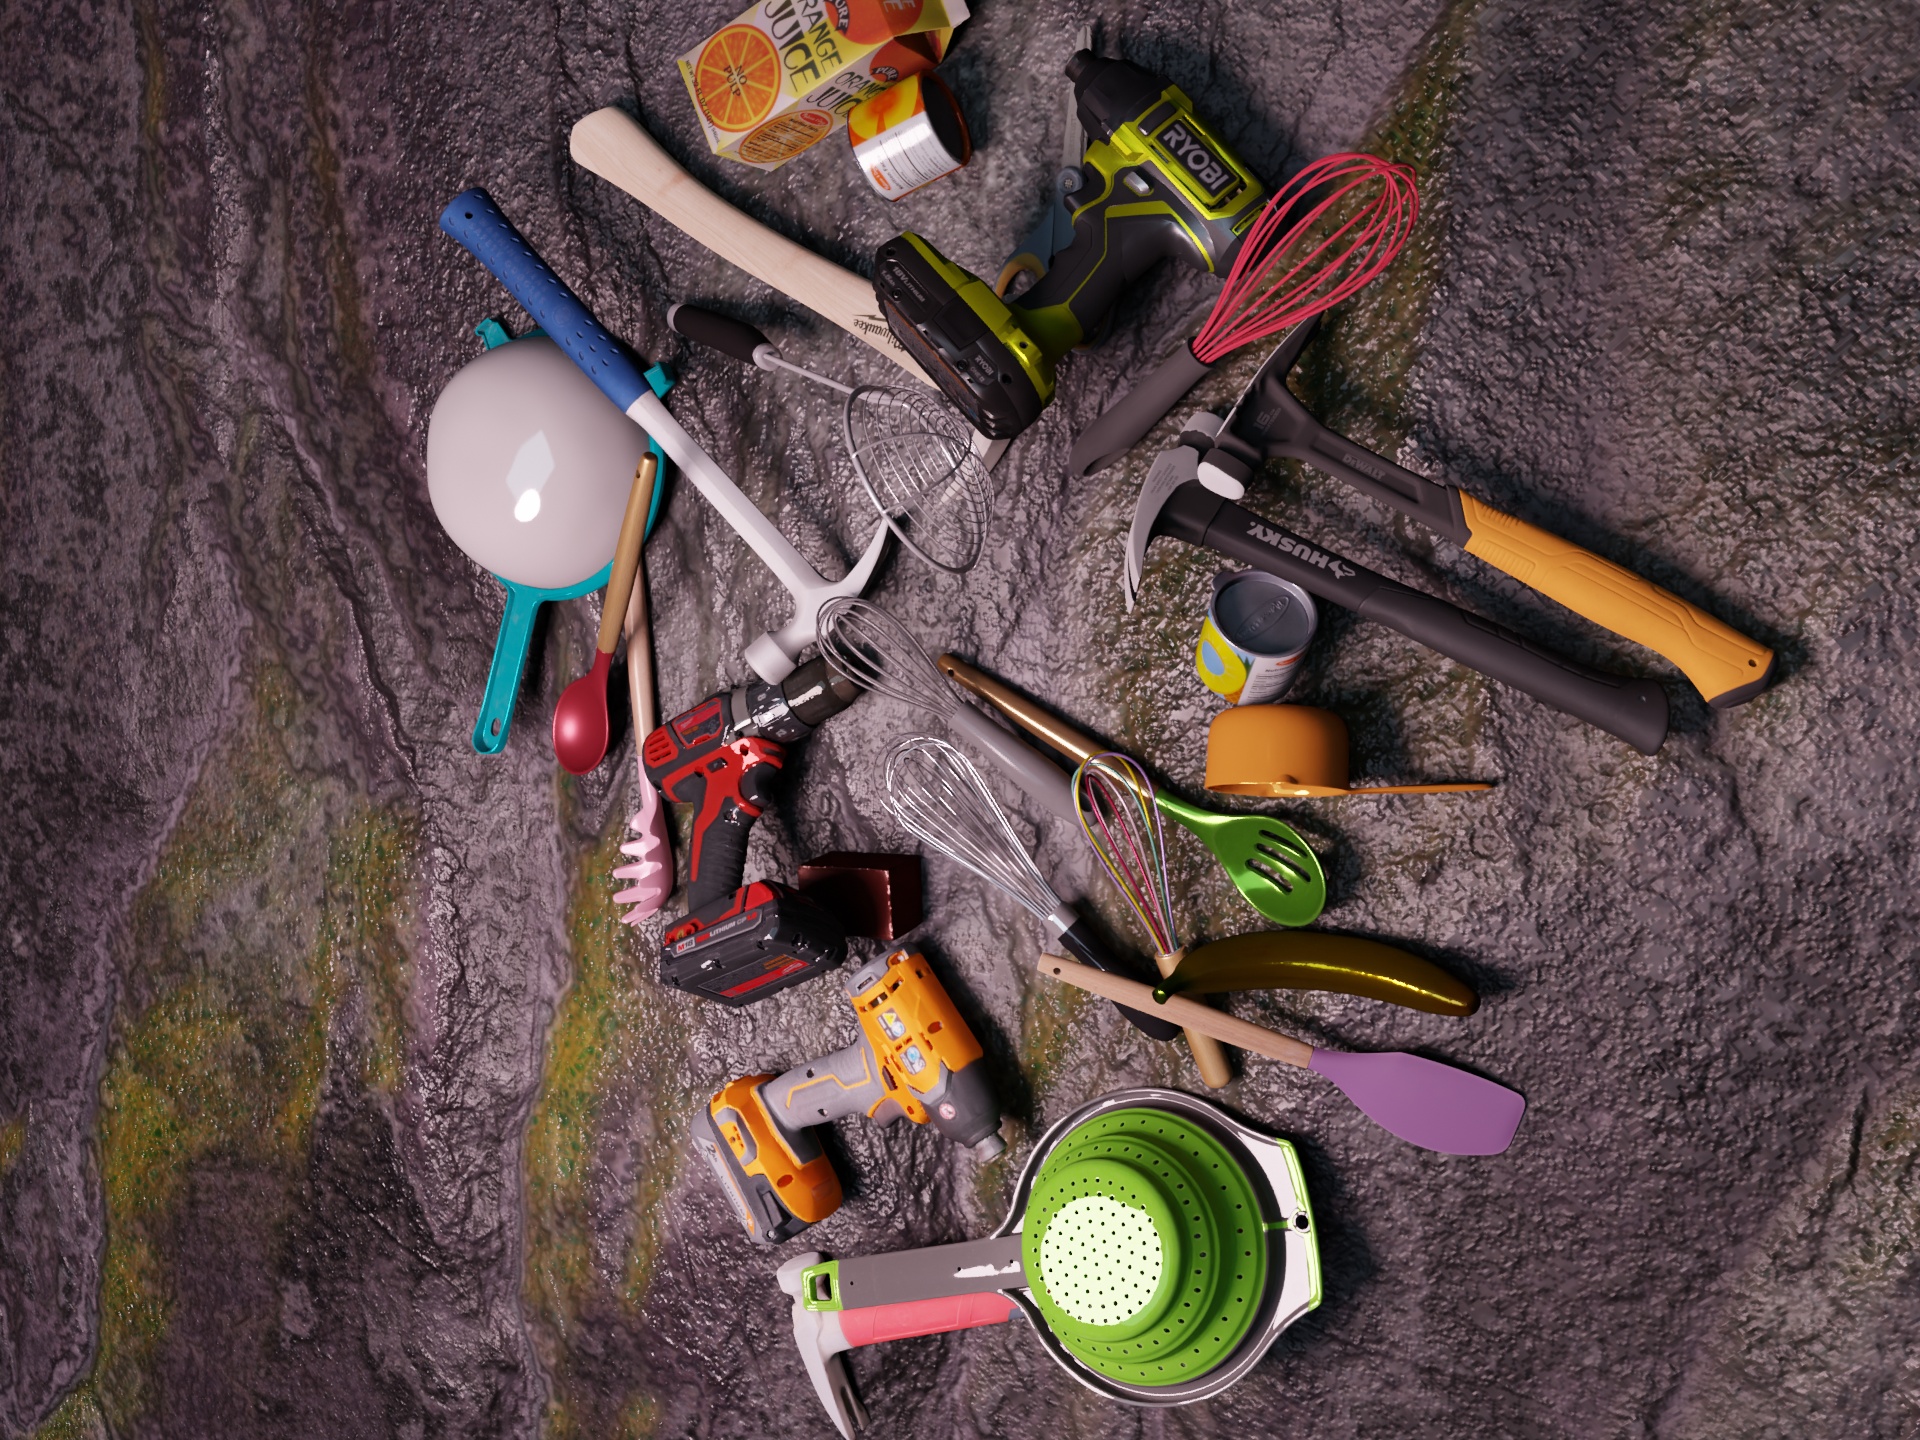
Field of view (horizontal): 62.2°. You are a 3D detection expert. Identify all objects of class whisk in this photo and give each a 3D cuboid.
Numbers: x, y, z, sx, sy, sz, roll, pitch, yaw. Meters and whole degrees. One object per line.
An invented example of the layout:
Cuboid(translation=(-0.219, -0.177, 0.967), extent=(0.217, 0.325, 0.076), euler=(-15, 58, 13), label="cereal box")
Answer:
Cuboid(translation=(-0.002, -0.003, 1.083), extent=(0.239, 0.055, 0.055), euler=(38, 113, 1), label="whisk")
Cuboid(translation=(0.127, 0.133, 1.045), extent=(0.051, 0.047, 0.245), euler=(-16, 102, 28), label="whisk")
Cuboid(translation=(0.155, -0.231, 0.945), extent=(0.295, 0.073, 0.073), euler=(-39, 80, 47), label="whisk")
Cuboid(translation=(0.046, 0.114, 1.095), extent=(0.285, 0.070, 0.070), euler=(46, 114, 7), label="whisk")

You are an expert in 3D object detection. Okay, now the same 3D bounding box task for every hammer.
Cuboid(translation=(-0.124, -0.310, 1.115), extent=(0.411, 0.038, 0.146), euler=(35, 120, 19), label="hammer")
Cuboid(translation=(0.254, -0.065, 0.939), extent=(0.335, 0.146, 0.035), euler=(27, 150, 13), label="hammer")
Cuboid(translation=(0.044, 0.430, 1.152), extent=(0.386, 0.038, 0.143), euler=(-21, 90, 27), label="hammer")
Cuboid(translation=(0.313, -0.113, 0.920), extent=(0.337, 0.034, 0.127), euler=(32, 80, 12), label="hammer")
Cuboid(translation=(-0.215, -0.221, 1.123), extent=(0.144, 0.035, 0.405), euler=(-42, 87, 5), label="hammer")

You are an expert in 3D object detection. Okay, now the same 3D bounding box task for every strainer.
Cuboid(translation=(-0.348, -0.136, 1.204), extent=(0.211, 0.095, 0.340), euler=(19, 99, 25), label="strainer")

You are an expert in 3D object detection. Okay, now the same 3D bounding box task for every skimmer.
Cuboid(translation=(-0.108, -0.200, 1.050), extent=(0.364, 0.127, 0.090), euler=(32, 94, 42), label="skimmer")

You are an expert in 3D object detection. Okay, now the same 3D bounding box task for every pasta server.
Cuboid(translation=(-0.252, 0.000, 1.230), extent=(0.060, 0.040, 0.316), euler=(6, 101, 59), label="pasta server")

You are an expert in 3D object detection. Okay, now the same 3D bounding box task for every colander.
Cuboid(translation=(0.037, 0.365, 1.073), extent=(0.397, 0.094, 0.205), euler=(-17, 69, 26), label="colander")

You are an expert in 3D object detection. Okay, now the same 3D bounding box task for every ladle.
Cuboid(translation=(-0.258, -0.073, 1.172), extent=(0.069, 0.031, 0.315), euler=(50, 138, 24), label="ladle")

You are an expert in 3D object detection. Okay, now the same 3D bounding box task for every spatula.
Cuboid(translation=(0.199, 0.209, 1.021), extent=(0.316, 0.018, 0.059), euler=(19, 108, 10), label="spatula")

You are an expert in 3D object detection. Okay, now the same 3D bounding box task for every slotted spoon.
Cuboid(translation=(0.111, 0.035, 1.063), extent=(0.314, 0.031, 0.070), euler=(33, 128, 21), label="slotted spoon")

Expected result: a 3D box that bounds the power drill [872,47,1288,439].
Cuboid(translation=(0.062, -0.294, 0.969), extent=(0.223, 0.080, 0.171), euler=(-40, 80, -4), label="power drill")

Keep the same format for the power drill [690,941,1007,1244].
Cuboid(translation=(-0.075, 0.289, 1.160), extent=(0.226, 0.084, 0.164), euler=(-41, 74, 22), label="power drill")

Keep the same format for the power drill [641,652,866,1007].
Cuboid(translation=(-0.138, 0.069, 1.125), extent=(0.188, 0.080, 0.227), euler=(-25, 56, 24), label="power drill")

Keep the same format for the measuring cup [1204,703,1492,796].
Cuboid(translation=(0.238, 0.019, 0.979), extent=(0.173, 0.095, 0.052), euler=(0, 83, 5), label="measuring cup")
